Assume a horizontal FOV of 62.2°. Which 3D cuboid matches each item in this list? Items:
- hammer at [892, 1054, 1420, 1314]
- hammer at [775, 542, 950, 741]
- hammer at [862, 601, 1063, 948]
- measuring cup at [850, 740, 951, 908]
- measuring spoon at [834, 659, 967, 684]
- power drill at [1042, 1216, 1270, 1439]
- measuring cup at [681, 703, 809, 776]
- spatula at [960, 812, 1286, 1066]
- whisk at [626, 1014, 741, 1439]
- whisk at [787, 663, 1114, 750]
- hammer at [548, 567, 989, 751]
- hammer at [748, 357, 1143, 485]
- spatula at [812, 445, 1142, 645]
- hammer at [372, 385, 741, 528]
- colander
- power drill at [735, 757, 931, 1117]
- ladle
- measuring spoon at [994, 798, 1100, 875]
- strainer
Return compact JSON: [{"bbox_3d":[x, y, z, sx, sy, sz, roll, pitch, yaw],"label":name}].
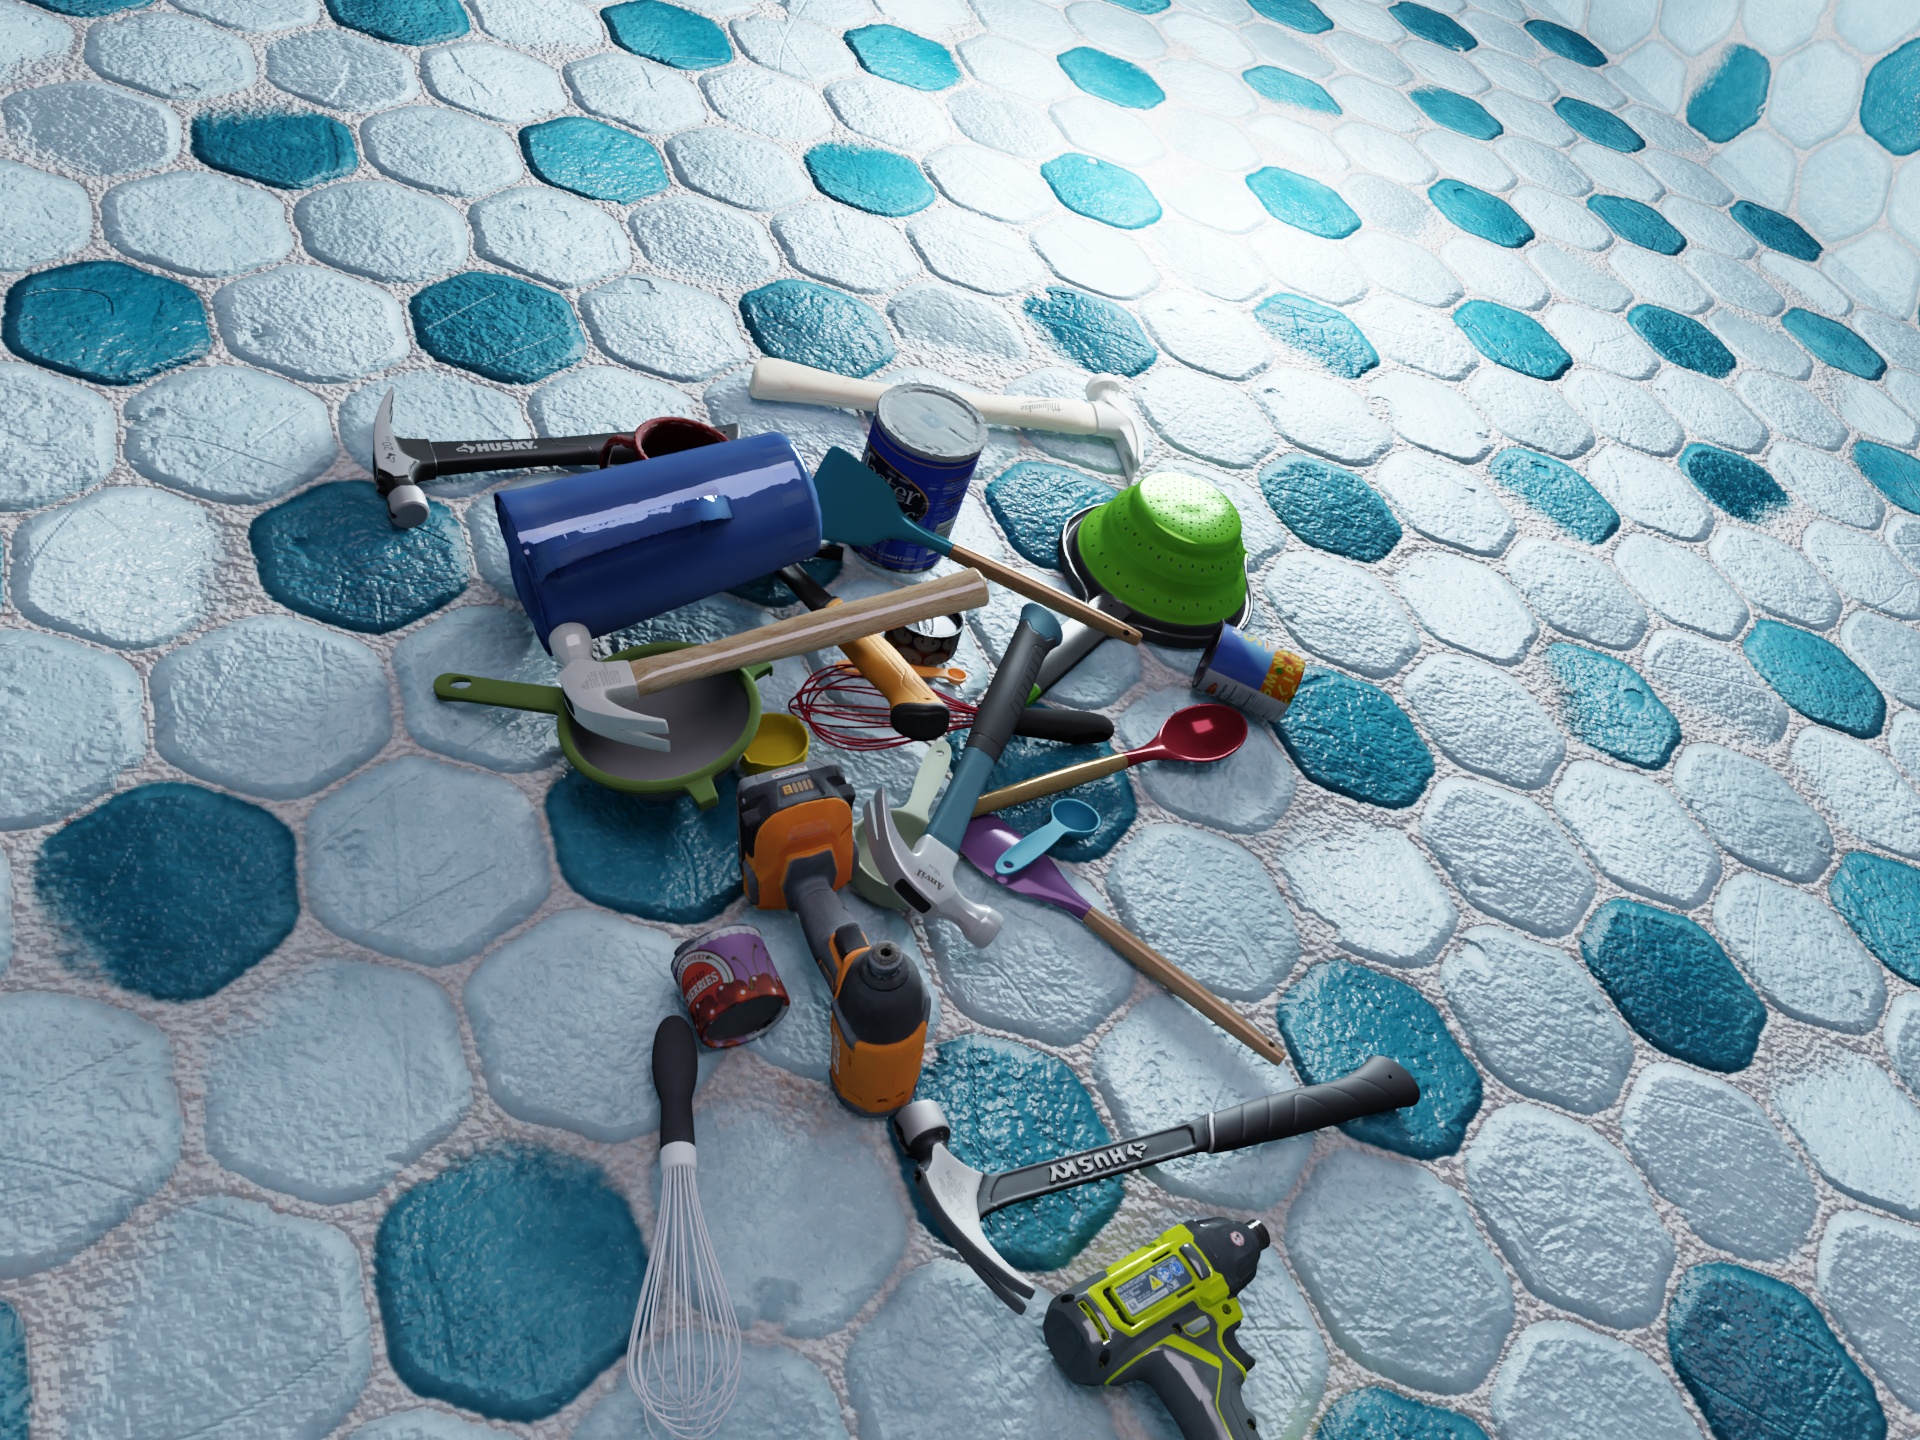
[{"bbox_3d":[0.162,0.297,1.114,0.408,0.036,0.149,-6,45,-28],"label":"hammer"},{"bbox_3d":[-0.090,-0.079,1.297,0.127,0.034,0.337,-7,33,-28],"label":"hammer"},{"bbox_3d":[0.020,0.021,1.257,0.128,0.033,0.331,34,46,-9],"label":"hammer"},{"bbox_3d":[-0.039,0.080,1.243,0.083,0.038,0.168,23,43,0],"label":"measuring cup"},{"bbox_3d":[-0.051,-0.041,1.370,0.117,0.011,0.021,4,37,-14],"label":"measuring spoon"},{"bbox_3d":[0.179,0.421,0.984,0.171,0.080,0.223,-16,54,-33],"label":"power drill"},{"bbox_3d":[-0.190,0.003,1.269,0.156,0.029,0.062,26,48,20],"label":"measuring cup"},{"bbox_3d":[0.118,0.167,1.236,0.316,0.018,0.060,36,41,14],"label":"spatula"},{"bbox_3d":[-0.171,0.298,0.973,0.070,0.070,0.285,6,42,-17],"label":"whisk"},{"bbox_3d":[-0.002,-0.004,1.322,0.295,0.073,0.073,5,47,-24],"label":"whisk"},{"bbox_3d":[-0.135,-0.059,1.202,0.331,0.031,0.130,-16,48,-15],"label":"hammer"},{"bbox_3d":[-0.010,-0.316,1.625,0.410,0.038,0.146,2,50,-19],"label":"hammer"},{"bbox_3d":[0.015,-0.136,1.386,0.317,0.082,0.044,25,3,-2],"label":"spatula"},{"bbox_3d":[-0.353,-0.244,1.421,0.334,0.035,0.146,-9,54,-29],"label":"hammer"},{"bbox_3d":[0.158,-0.133,1.477,0.204,0.094,0.397,37,46,14],"label":"colander"},{"bbox_3d":[-0.084,0.136,1.082,0.084,0.164,0.227,-15,53,-19],"label":"power drill"},{"bbox_3d":[0.118,0.040,1.342,0.315,0.031,0.069,-15,42,-33],"label":"ladle"},{"bbox_3d":[0.065,0.100,1.268,0.042,0.021,0.128,34,39,24],"label":"measuring spoon"},{"bbox_3d":[-0.275,0.007,1.209,0.256,0.069,0.152,8,48,10],"label":"strainer"}]
